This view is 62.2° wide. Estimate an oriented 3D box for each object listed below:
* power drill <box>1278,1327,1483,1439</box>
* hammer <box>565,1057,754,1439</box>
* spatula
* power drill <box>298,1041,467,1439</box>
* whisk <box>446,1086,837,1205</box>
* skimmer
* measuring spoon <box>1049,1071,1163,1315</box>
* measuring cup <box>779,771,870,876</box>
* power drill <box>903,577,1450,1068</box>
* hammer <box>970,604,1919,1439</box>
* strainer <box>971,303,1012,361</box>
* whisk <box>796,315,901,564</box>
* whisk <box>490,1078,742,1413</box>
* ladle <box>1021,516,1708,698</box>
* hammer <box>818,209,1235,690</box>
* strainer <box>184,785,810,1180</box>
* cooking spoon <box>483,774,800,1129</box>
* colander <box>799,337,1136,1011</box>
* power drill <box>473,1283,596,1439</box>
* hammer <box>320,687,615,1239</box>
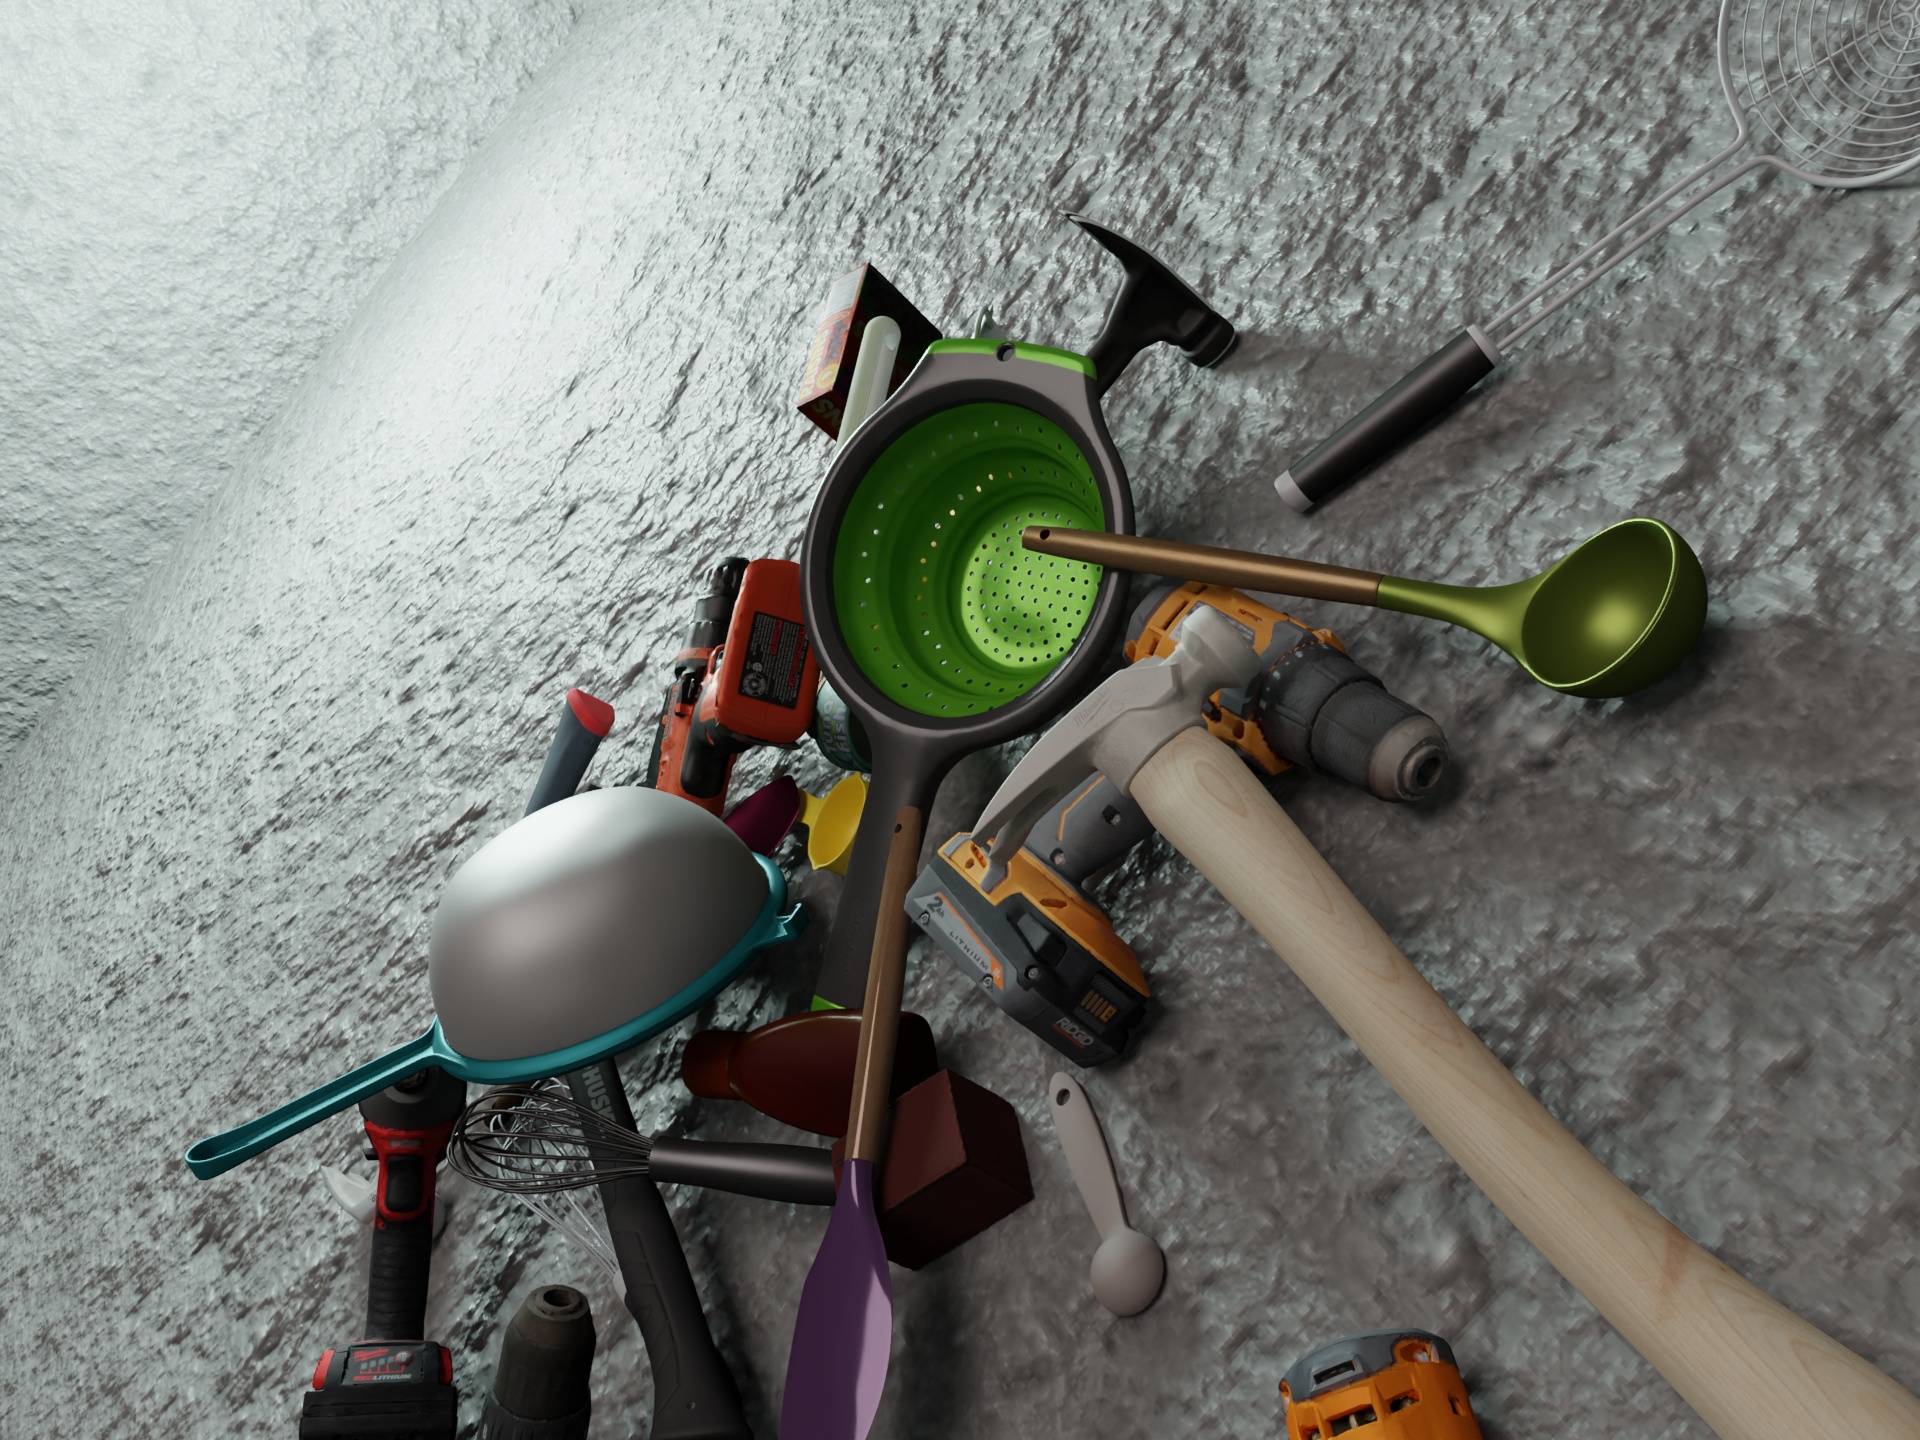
[{"bbox_3d":[0.084,0.319,0.523,0.226,0.084,0.164,-32,42,21],"label":"power drill"},{"bbox_3d":[-0.172,0.245,0.847,0.146,0.035,0.335,-22,39,-13],"label":"hammer"},{"bbox_3d":[-0.041,0.178,0.732,0.060,0.018,0.316,-20,48,35],"label":"spatula"},{"bbox_3d":[-0.320,0.296,0.909,0.143,0.078,0.220,122,149,-59],"label":"power drill"},{"bbox_3d":[-0.151,0.222,0.809,0.239,0.055,0.055,3,59,13],"label":"whisk"},{"bbox_3d":[0.284,-0.218,0.724,0.363,0.090,0.127,-38,71,24],"label":"skimmer"},{"bbox_3d":[0.056,0.201,0.696,0.034,0.018,0.124,-41,37,17],"label":"measuring spoon"},{"bbox_3d":[-0.083,0.059,0.965,0.157,0.029,0.062,11,75,63],"label":"measuring cup"},{"bbox_3d":[0.099,0.047,0.728,0.226,0.084,0.186,-50,38,-2],"label":"power drill"},{"bbox_3d":[0.155,0.119,0.569,0.146,0.038,0.411,-42,49,3],"label":"hammer"},{"bbox_3d":[-0.019,-0.193,1.027,0.258,0.050,0.087,-30,34,63],"label":"strainer"},{"bbox_3d":[-0.077,-0.151,1.054,0.059,0.057,0.246,8,82,38],"label":"whisk"},{"bbox_3d":[-0.188,0.286,0.867,0.070,0.070,0.285,-55,41,-2],"label":"whisk"},{"bbox_3d":[0.158,-0.067,0.703,0.320,0.062,0.078,13,71,34],"label":"ladle"},{"bbox_3d":[0.014,-0.133,0.944,0.337,0.127,0.034,-52,30,12],"label":"hammer"},{"bbox_3d":[-0.263,0.125,0.857,0.340,0.095,0.211,-27,22,-17],"label":"strainer"},{"bbox_3d":[-0.204,0.153,1.006,0.319,0.017,0.069,-46,34,15],"label":"cooking spoon"},{"bbox_3d":[-0.001,-0.003,0.873,0.205,0.094,0.397,15,91,31],"label":"colander"},{"bbox_3d":[-0.170,0.385,0.704,0.227,0.080,0.188,29,110,55],"label":"power drill"},{"bbox_3d":[-0.338,0.159,1.118,0.143,0.038,0.386,2,68,50],"label":"hammer"}]
